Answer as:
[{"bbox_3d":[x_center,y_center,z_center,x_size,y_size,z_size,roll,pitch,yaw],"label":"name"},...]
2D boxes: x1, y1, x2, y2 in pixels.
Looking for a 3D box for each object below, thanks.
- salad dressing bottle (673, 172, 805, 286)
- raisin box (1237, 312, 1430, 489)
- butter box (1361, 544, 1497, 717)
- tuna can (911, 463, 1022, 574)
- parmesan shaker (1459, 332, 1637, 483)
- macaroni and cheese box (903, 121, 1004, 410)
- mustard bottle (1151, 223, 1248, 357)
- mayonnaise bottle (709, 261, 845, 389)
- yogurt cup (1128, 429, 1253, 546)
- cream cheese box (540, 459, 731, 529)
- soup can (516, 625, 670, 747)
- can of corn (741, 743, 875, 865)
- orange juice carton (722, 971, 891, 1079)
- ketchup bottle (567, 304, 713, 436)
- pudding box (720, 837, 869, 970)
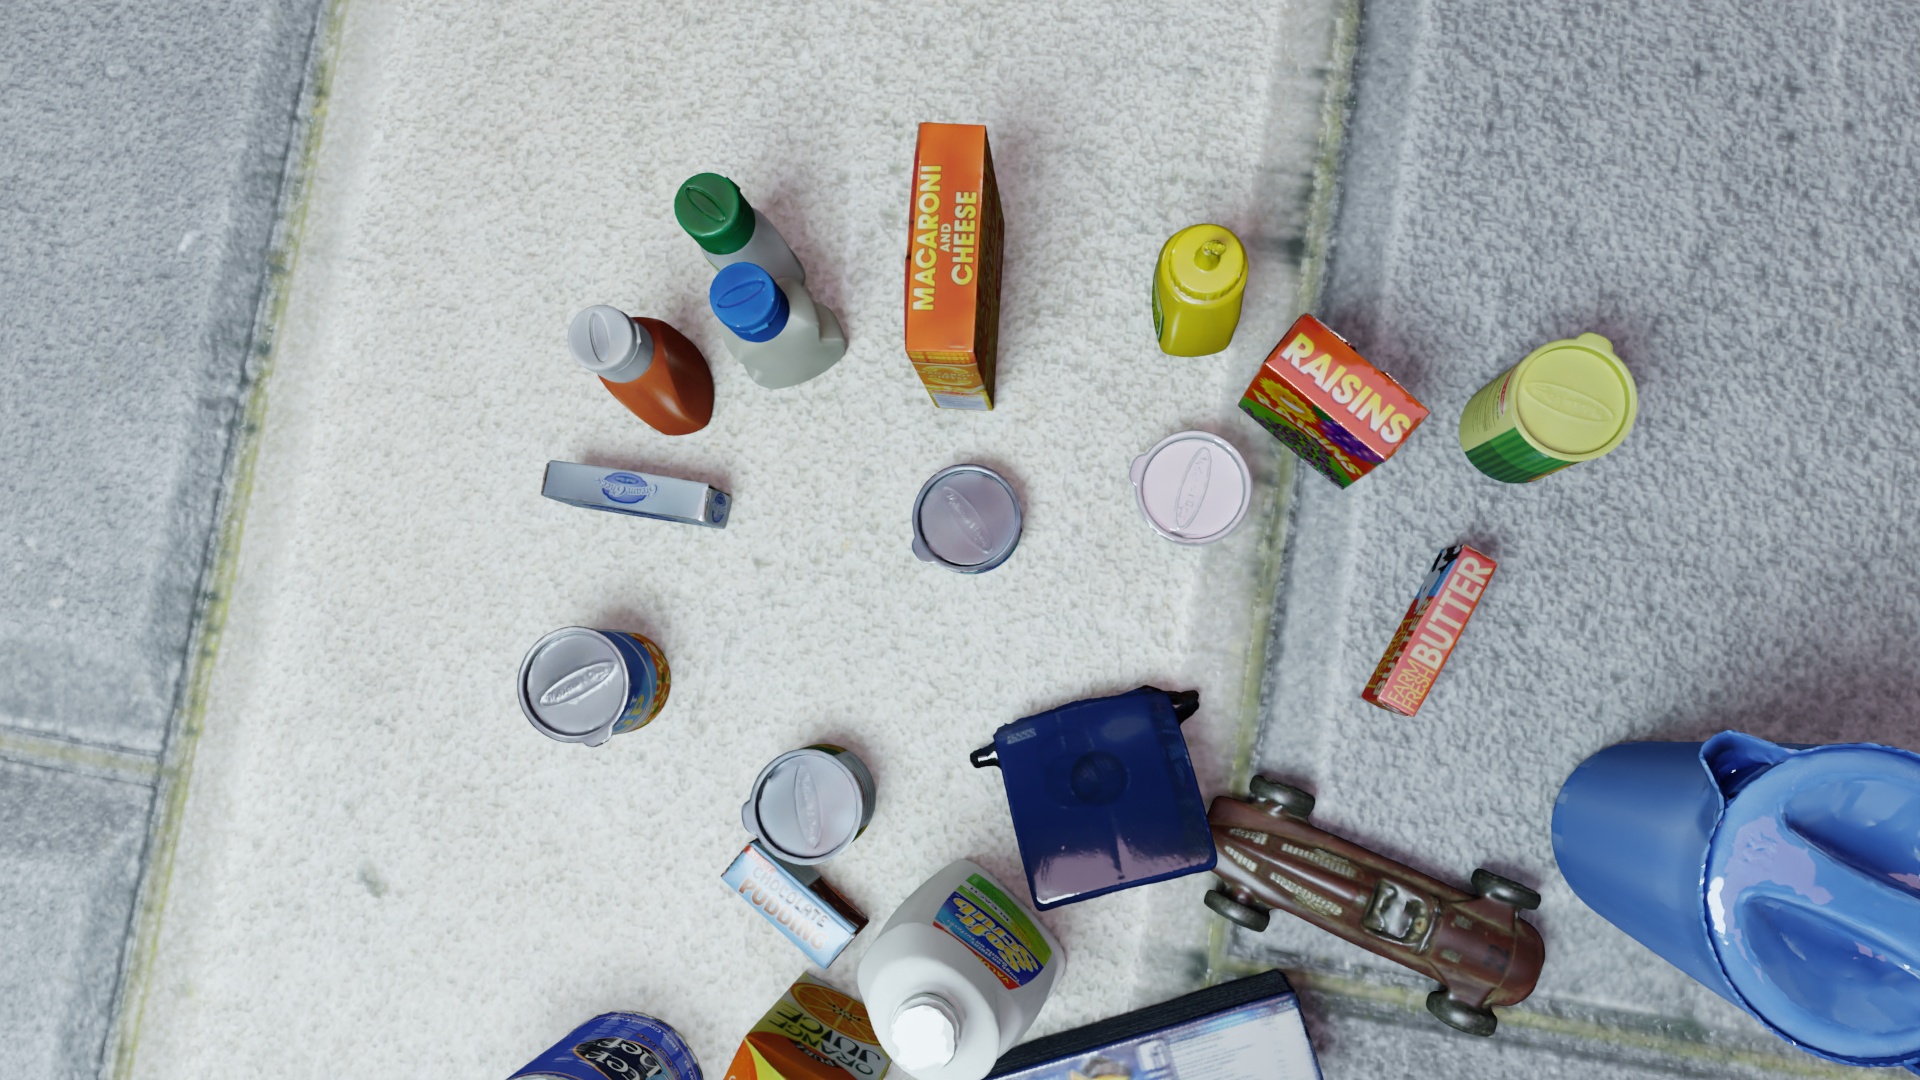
[{"bbox_3d":[-0.130,-0.175,0.816,0.064,0.147,0.044,41,90,7],"label":"salad dressing bottle"},{"bbox_3d":[0.208,-0.076,0.789,0.086,0.123,0.040,41,90,7],"label":"raisin box"},{"bbox_3d":[0.271,0.053,0.806,0.024,0.053,0.103,29,88,7],"label":"butter box"},{"bbox_3d":[0.003,-0.011,0.846,0.071,0.033,0.071,0,84,5],"label":"tuna can"},{"bbox_3d":[0.331,-0.073,0.788,0.071,0.103,0.071,0,85,5],"label":"parmesan shaker"},{"bbox_3d":[-0.002,-0.149,0.793,0.040,0.166,0.123,3,85,6],"label":"macaroni and cheese box"},{"bbox_3d":[0.135,-0.146,0.784,0.049,0.160,0.065,-4,85,5],"label":"mustard bottle"},{"bbox_3d":[-0.109,-0.125,0.809,0.065,0.148,0.041,-25,83,3],"label":"mayonnaise bottle"},{"bbox_3d":[0.137,-0.028,0.825,0.072,0.054,0.072,0,85,5],"label":"yogurt cup"},{"bbox_3d":[-0.198,-0.028,0.856,0.104,0.053,0.024,9,86,6],"label":"cream cheese box"},{"bbox_3d":[-0.216,0.088,0.830,0.071,0.083,0.071,0,85,5],"label":"soup can"},{"bbox_3d":[-0.089,0.156,0.825,0.071,0.058,0.071,0,85,5],"label":"can of corn"},{"bbox_3d":[-0.088,0.300,0.743,0.073,0.192,0.072,26,88,7],"label":"orange juice carton"},{"bbox_3d":[-0.185,-0.103,0.814,0.043,0.148,0.065,-13,84,4],"label":"ketchup bottle"},{"bbox_3d":[-0.097,0.213,0.825,0.084,0.049,0.030,39,89,7],"label":"pudding box"}]
